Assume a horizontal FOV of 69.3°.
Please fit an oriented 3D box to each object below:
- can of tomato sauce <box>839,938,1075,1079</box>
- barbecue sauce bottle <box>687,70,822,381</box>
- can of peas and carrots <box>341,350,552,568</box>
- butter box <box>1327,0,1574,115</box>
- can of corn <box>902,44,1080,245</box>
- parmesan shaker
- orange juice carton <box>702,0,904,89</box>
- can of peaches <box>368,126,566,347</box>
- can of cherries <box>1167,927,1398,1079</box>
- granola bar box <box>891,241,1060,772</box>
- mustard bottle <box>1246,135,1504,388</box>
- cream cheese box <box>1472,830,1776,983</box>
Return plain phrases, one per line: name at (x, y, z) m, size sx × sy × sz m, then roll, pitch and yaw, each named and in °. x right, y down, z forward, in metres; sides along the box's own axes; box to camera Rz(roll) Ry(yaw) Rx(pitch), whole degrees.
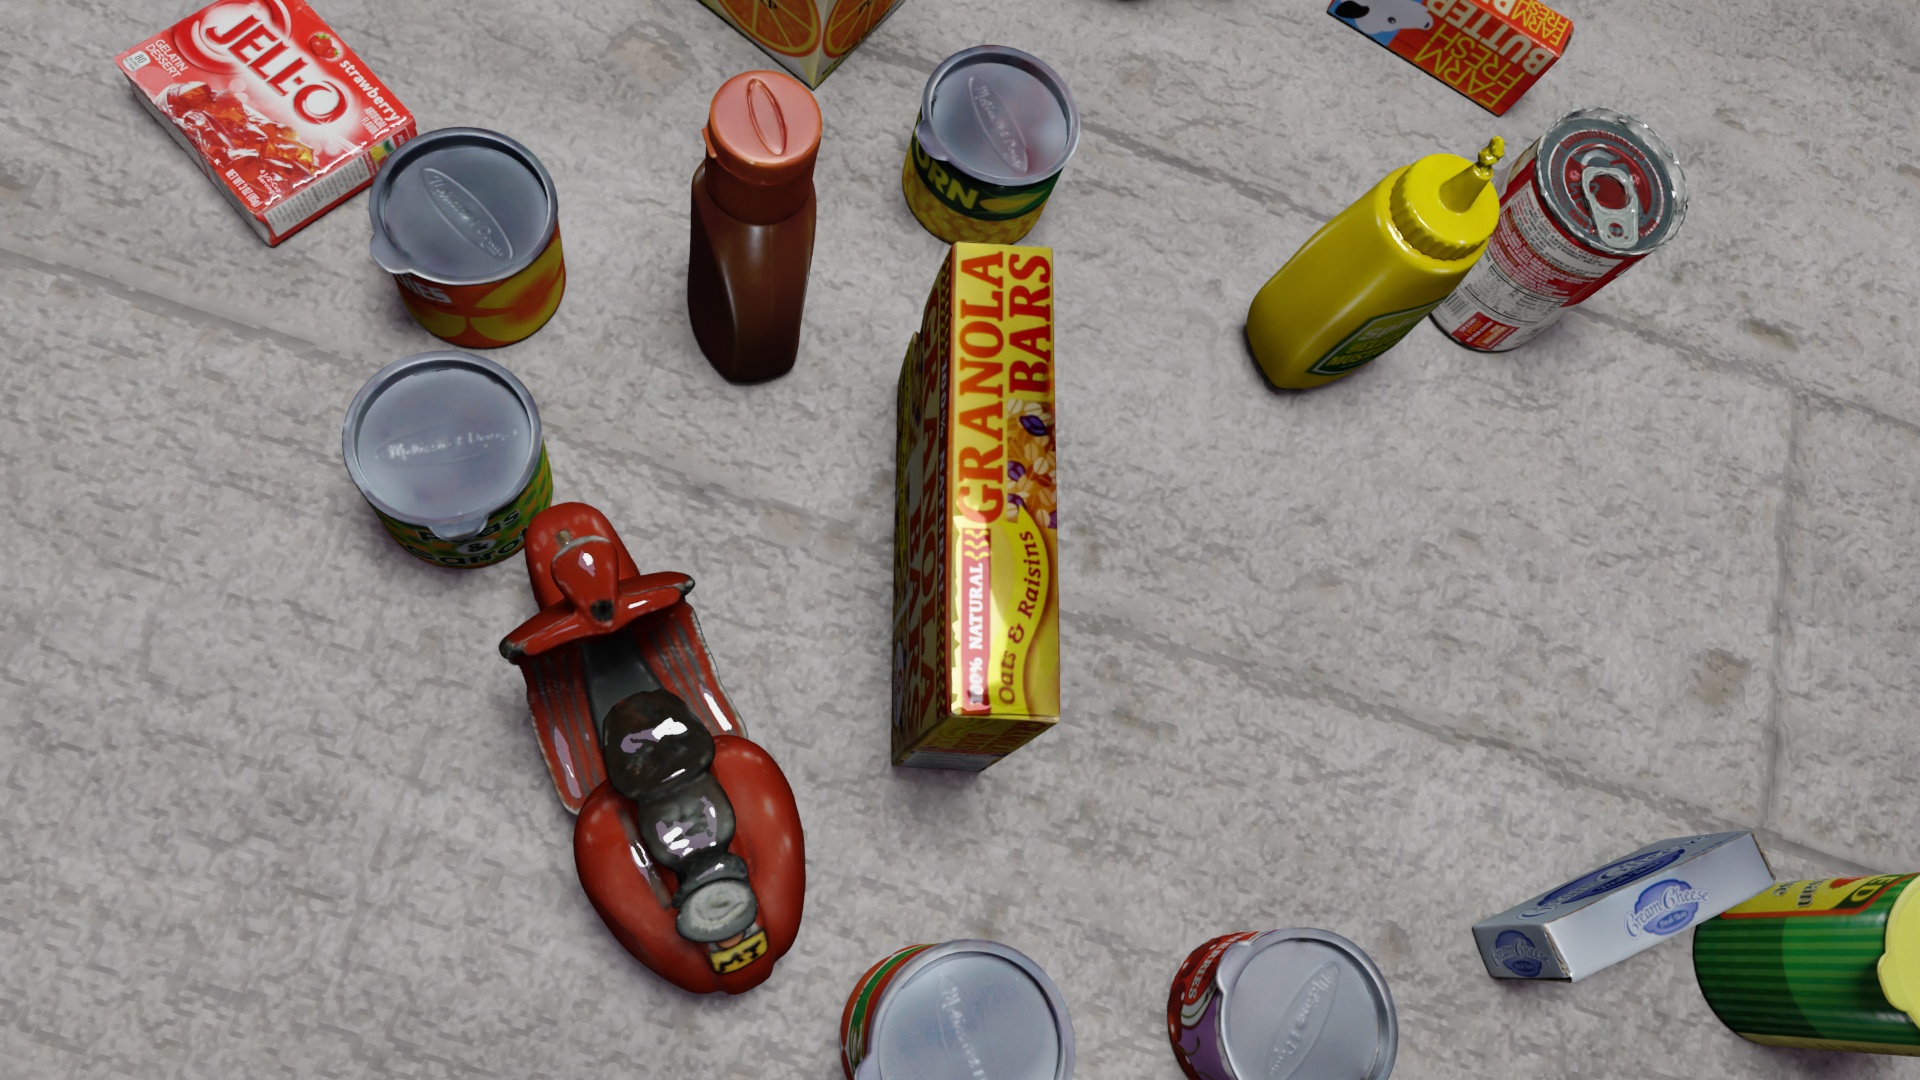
can of tomato sauce at (-0.006, 0.171, 0.471) m, size 0.071 × 0.083 × 0.071 m, roll 3°, pitch 73°, yaw -11°
barbecue sauce bottle at (-0.077, -0.114, 0.511) m, size 0.044 × 0.148 × 0.065 m, roll -15°, pitch 77°, yaw -16°
can of peas and carrots at (-0.184, -0.026, 0.508) m, size 0.071 × 0.058 × 0.071 m, roll 3°, pitch 73°, yaw -11°
butter box at (0.236, -0.252, 0.671) m, size 0.103 × 0.053 × 0.024 m, roll 31°, pitch 70°, yaw -1°
can of corn at (0.009, -0.165, 0.593) m, size 0.071 × 0.058 × 0.071 m, roll 3°, pitch 73°, yaw -11°
parmesan shaker at (0.343, 0.164, 0.536) m, size 0.071 × 0.102 × 0.071 m, roll 3°, pitch 73°, yaw -11°
orange juice carton at (-0.054, -0.274, 0.542) m, size 0.073 × 0.192 × 0.072 m, roll 38°, pitch 70°, yaw 2°
can of peaches at (-0.189, -0.114, 0.535) m, size 0.071 × 0.058 × 0.071 m, roll 3°, pitch 73°, yaw -11°
can of cherries at (0.114, 0.174, 0.508) m, size 0.071 × 0.058 × 0.071 m, roll 3°, pitch 73°, yaw -11°
granola bar box at (0.002, -0.006, 0.506) m, size 0.039 × 0.123 × 0.166 m, roll 4°, pitch 72°, yaw -11°
mustard bottle at (0.170, -0.111, 0.555) m, size 0.065 × 0.159 × 0.049 m, roll -19°, pitch 78°, yaw -16°
cream cheese box at (0.262, 0.145, 0.551) m, size 0.104 × 0.053 × 0.024 m, roll -18°, pitch 78°, yaw -16°
